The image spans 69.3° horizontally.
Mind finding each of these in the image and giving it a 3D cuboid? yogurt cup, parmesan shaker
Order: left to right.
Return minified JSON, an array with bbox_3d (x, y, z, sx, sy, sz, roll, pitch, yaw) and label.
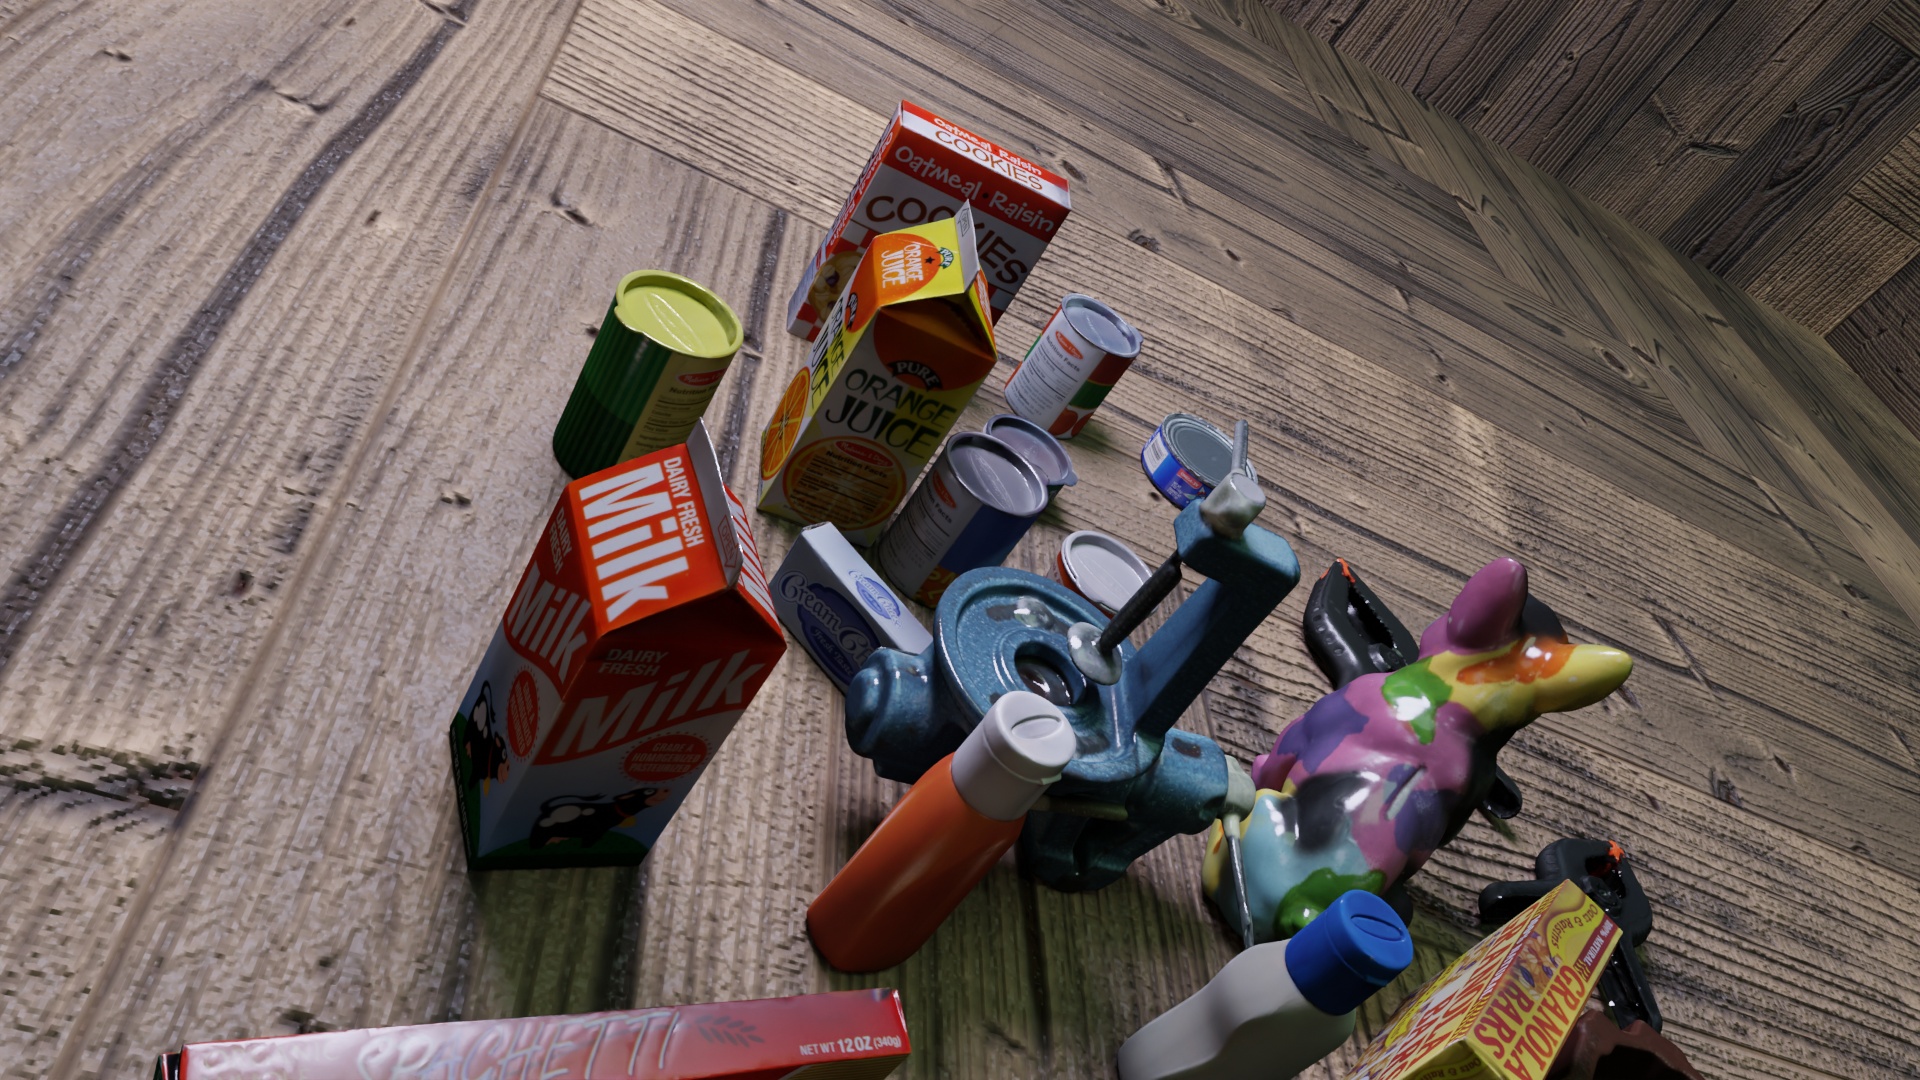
[{"bbox_3d":[-0.165,-0.078,0.715,0.071,0.102,0.072,23,36,-18],"label":"parmesan shaker"},{"bbox_3d":[0.077,0.036,0.830,0.072,0.053,0.073,23,36,-18],"label":"yogurt cup"}]

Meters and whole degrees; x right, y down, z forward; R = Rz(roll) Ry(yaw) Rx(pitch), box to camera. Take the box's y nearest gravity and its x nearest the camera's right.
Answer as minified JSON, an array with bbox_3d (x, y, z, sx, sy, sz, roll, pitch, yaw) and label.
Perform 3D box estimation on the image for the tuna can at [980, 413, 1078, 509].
[{"bbox_3d":[0.040,-0.048,0.918,0.071,0.032,0.071,23,36,-18],"label":"tuna can"}]

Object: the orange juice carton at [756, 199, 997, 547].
[{"bbox_3d":[-0.039,-0.092,0.760,0.073,0.191,0.072,21,37,-22],"label":"orange juice carton"}]

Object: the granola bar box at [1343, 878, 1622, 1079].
[{"bbox_3d":[0.239,0.240,0.662,0.039,0.123,0.166,48,36,17],"label":"granola bar box"}]

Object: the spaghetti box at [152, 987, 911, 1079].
[{"bbox_3d":[-0.134,0.184,0.473,0.250,0.050,0.029,8,43,-35],"label":"spaghetti box"}]

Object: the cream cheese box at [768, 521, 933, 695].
[{"bbox_3d":[-0.053,0.045,0.707,0.104,0.053,0.024,47,36,17],"label":"cream cheese box"}]

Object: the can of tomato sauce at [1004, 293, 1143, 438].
[{"bbox_3d":[0.081,-0.124,1.000,0.071,0.082,0.071,23,36,-18],"label":"can of tomato sauce"}]

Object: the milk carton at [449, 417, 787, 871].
[{"bbox_3d":[-0.127,0.044,0.523,0.073,0.189,0.072,7,43,-36],"label":"milk carton"}]

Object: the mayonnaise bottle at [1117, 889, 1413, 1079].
[{"bbox_3d":[0.130,0.203,0.592,0.065,0.147,0.041,21,37,-22],"label":"mayonnaise bottle"}]

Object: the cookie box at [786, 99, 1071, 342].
[{"bbox_3d":[-0.023,-0.187,0.910,0.123,0.166,0.040,21,37,-21],"label":"cookie box"}]

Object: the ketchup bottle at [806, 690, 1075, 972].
[{"bbox_3d":[-0.006,0.121,0.572,0.065,0.148,0.043,-7,53,-45],"label":"ketchup bottle"}]

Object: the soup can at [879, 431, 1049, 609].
[{"bbox_3d":[0.003,-0.010,0.794,0.071,0.083,0.072,23,36,-18],"label":"soup can"}]
